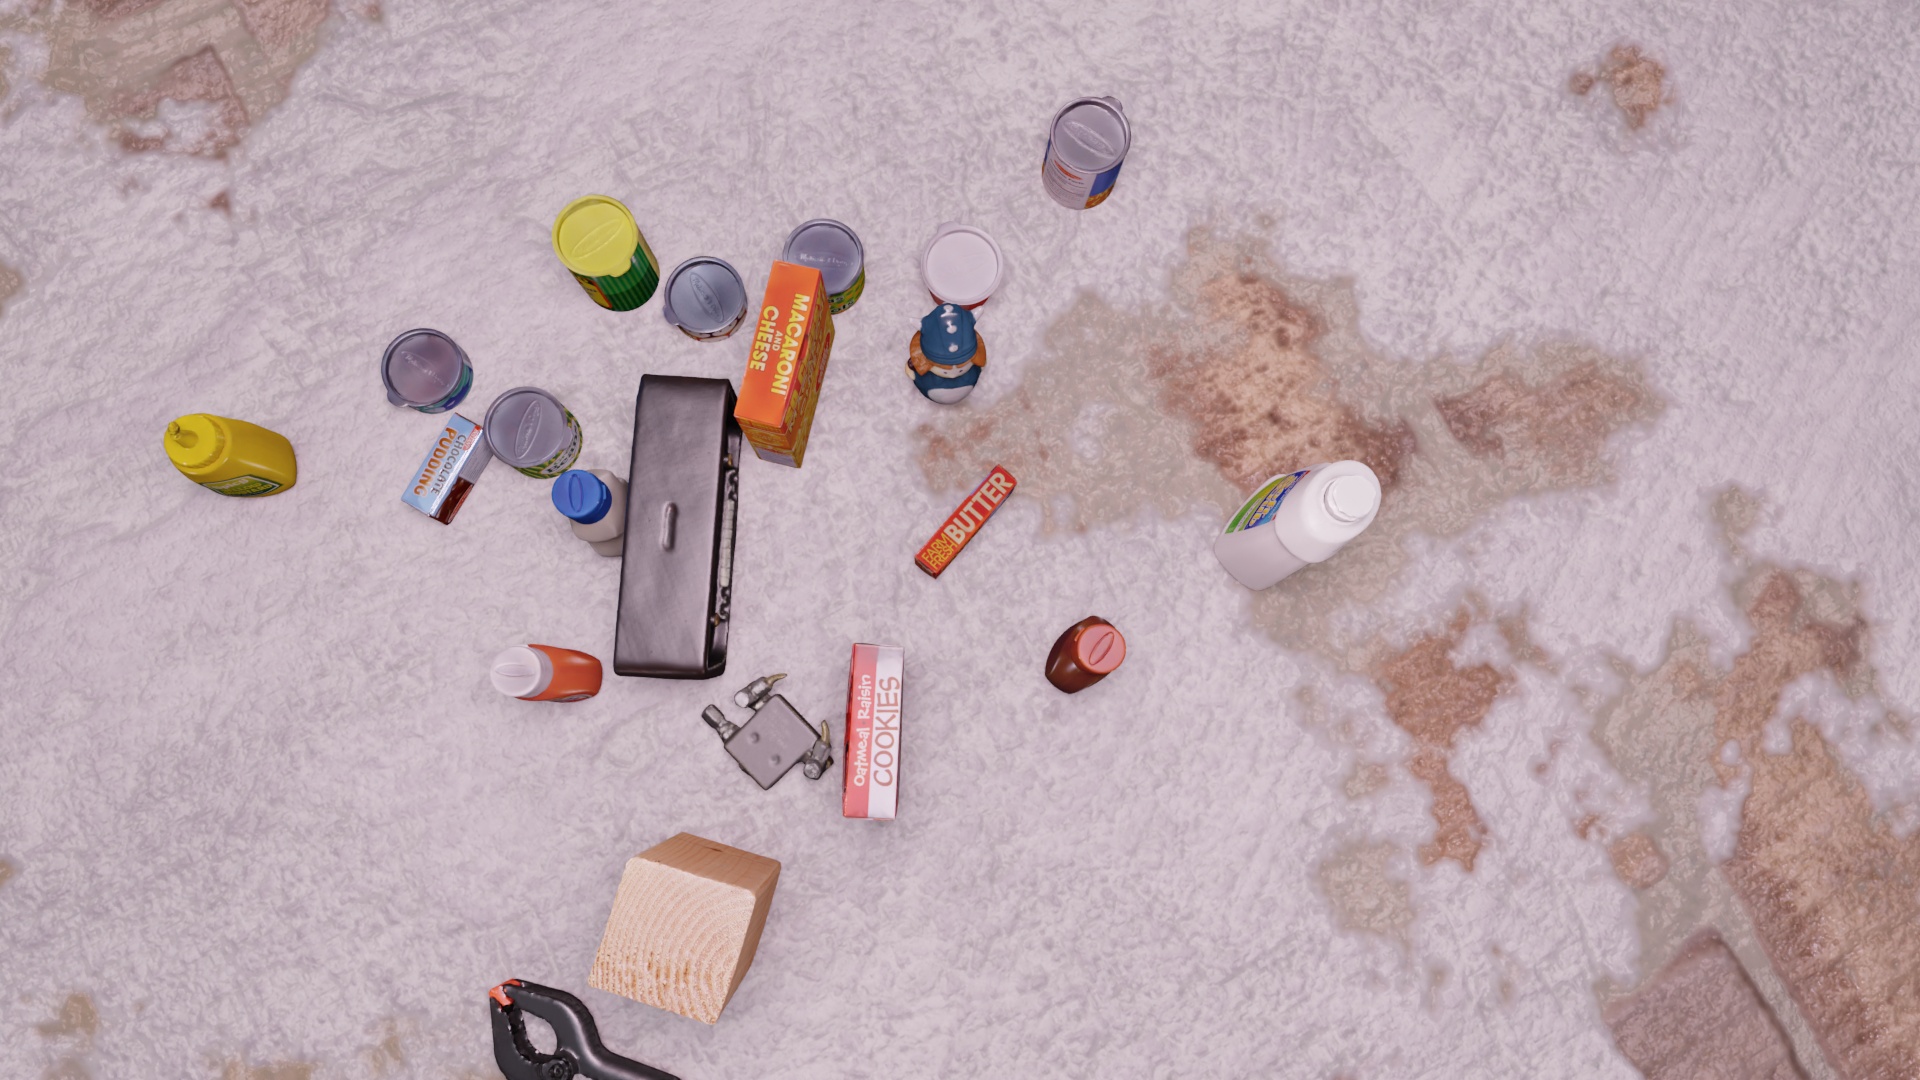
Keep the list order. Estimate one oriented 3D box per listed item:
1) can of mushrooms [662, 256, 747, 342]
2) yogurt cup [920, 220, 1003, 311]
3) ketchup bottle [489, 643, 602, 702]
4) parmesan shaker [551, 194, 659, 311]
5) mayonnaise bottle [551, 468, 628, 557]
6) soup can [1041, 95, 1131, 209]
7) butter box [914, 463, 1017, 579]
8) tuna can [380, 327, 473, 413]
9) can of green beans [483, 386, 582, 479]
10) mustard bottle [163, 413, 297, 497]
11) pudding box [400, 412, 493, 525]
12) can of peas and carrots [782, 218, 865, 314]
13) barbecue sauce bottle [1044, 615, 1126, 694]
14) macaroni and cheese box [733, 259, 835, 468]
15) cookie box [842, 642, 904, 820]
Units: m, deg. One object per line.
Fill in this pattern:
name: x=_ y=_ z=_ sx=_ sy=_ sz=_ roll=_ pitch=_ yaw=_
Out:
can of mushrooms: x=-0.214 y=-0.200 z=1.161 sx=0.071 sy=0.033 sz=0.071 roll=0 pitch=82 yaw=-2
yogurt cup: x=0.001 y=-0.223 z=1.163 sx=0.072 sy=0.054 sz=0.072 roll=0 pitch=82 yaw=-2
ketchup bottle: x=-0.319 y=0.101 z=1.057 sx=0.065 sy=0.148 sz=0.043 roll=1 pitch=83 yaw=-2
parmesan shaker: x=-0.284 y=-0.228 z=1.127 sx=0.071 sy=0.103 sz=0.071 roll=0 pitch=82 yaw=-2
mayonnaise bottle: x=-0.281 y=-0.026 z=1.076 sx=0.041 sy=0.148 sz=0.065 roll=-6 pitch=83 yaw=-3
soup can: x=0.106 y=-0.325 z=1.166 sx=0.071 sy=0.083 sz=0.071 roll=0 pitch=82 yaw=-2
butter box: x=0.004 y=-0.014 z=1.134 sx=0.024 sy=0.053 sz=0.103 roll=41 pitch=83 yaw=3
tuna can: x=-0.440 y=-0.137 z=1.144 sx=0.071 sy=0.033 sz=0.071 roll=0 pitch=82 yaw=-2
can of green beans: x=-0.346 y=-0.086 z=1.128 sx=0.071 sy=0.057 sz=0.071 roll=0 pitch=82 yaw=-2
mustard bottle: x=-0.567 y=-0.067 z=1.065 sx=0.065 sy=0.160 sz=0.049 roll=-11 pitch=83 yaw=-4
pudding box: x=-0.412 y=-0.057 z=1.125 sx=0.030 sy=0.049 sz=0.084 roll=28 pitch=82 yaw=2
can of peas and carrots: x=-0.113 y=-0.224 z=1.156 sx=0.071 sy=0.058 sz=0.071 roll=0 pitch=82 yaw=-2
barbecue sauce bottle: x=0.099 y=0.087 z=1.076 sx=0.044 sy=0.148 sz=0.065 roll=36 pitch=83 yaw=3
macaroni and cheese box: x=-0.134 y=-0.133 z=1.088 sx=0.040 sy=0.166 sz=0.124 roll=13 pitch=82 yaw=0
cookie box: x=-0.065 y=0.144 z=1.052 sx=0.040 sy=0.167 sz=0.123 roll=2 pitch=82 yaw=-2
